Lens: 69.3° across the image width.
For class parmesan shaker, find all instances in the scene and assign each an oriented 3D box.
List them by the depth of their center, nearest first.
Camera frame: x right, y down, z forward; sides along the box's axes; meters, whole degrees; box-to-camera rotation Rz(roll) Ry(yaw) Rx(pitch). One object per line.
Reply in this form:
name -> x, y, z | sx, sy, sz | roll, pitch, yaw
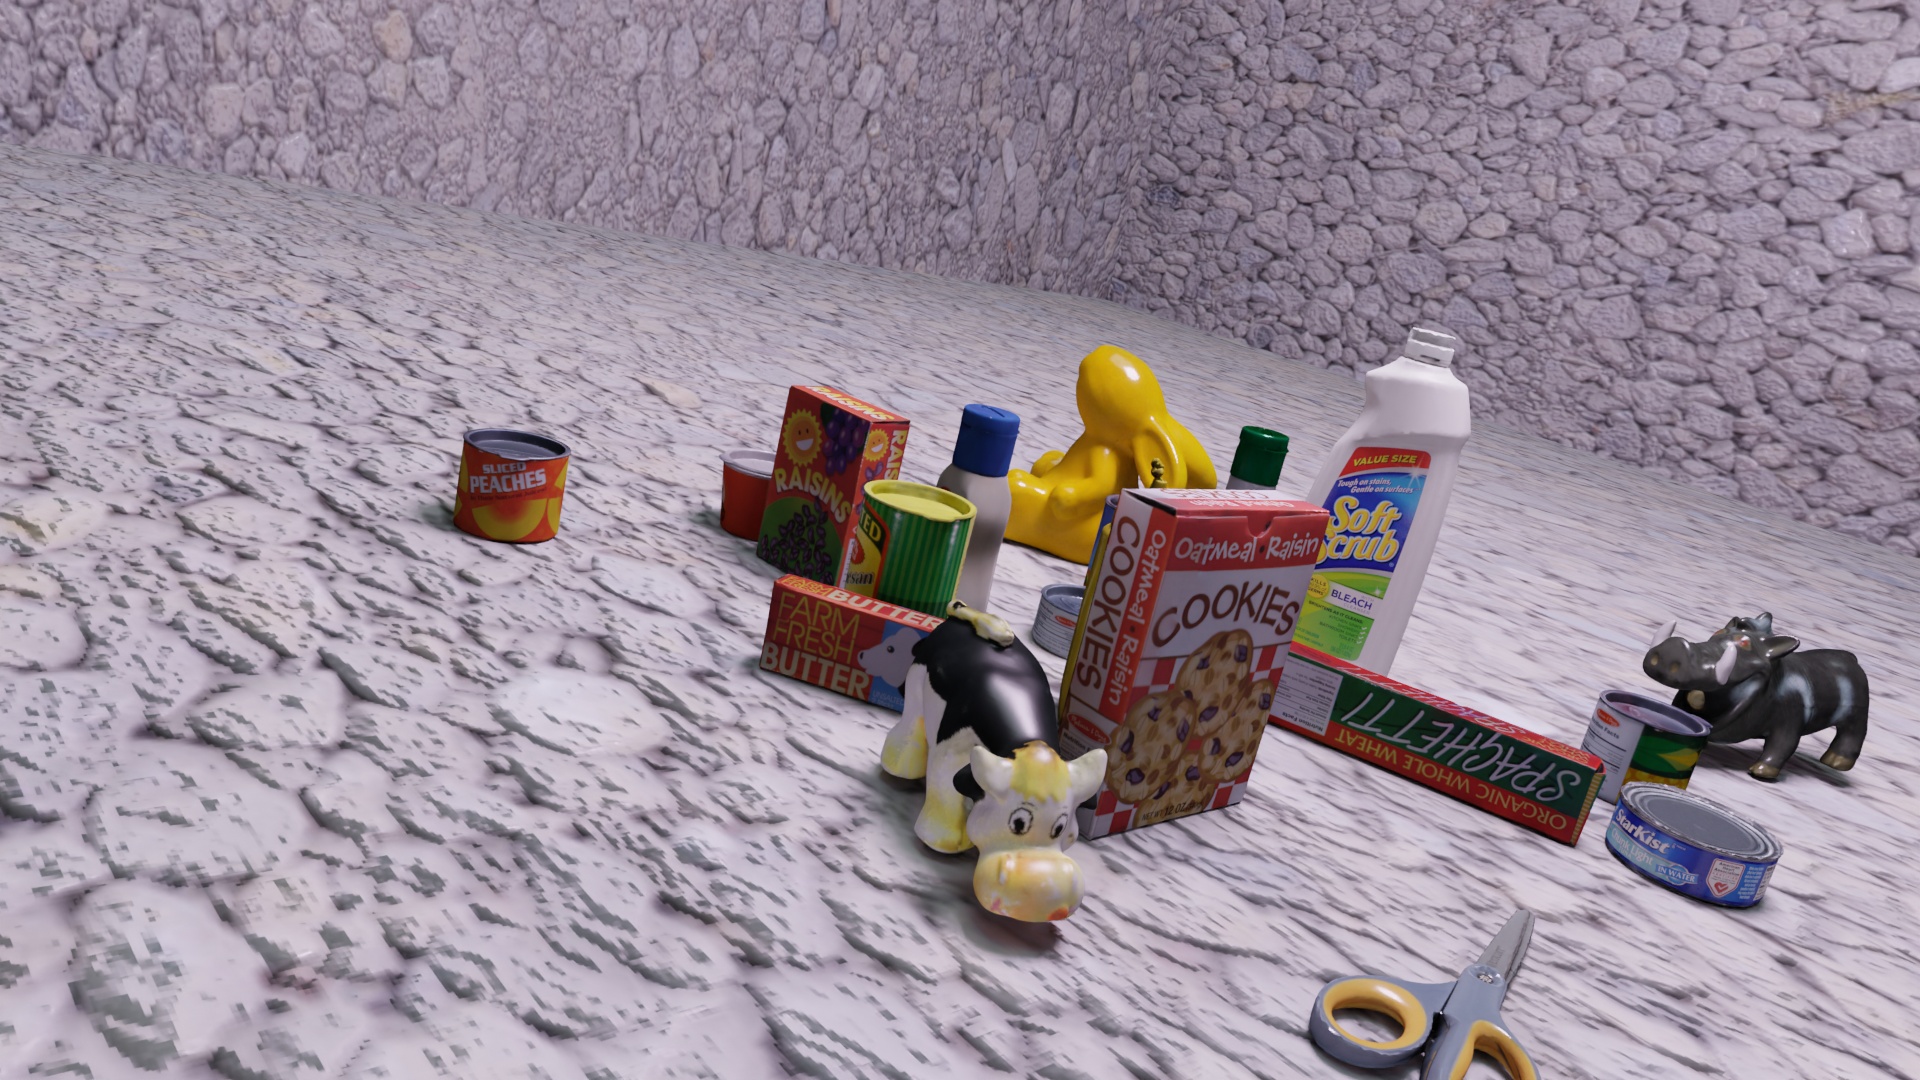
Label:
parmesan shaker -> -0.033, 0.024, 0.807 | 0.071, 0.102, 0.071 | 12, 15, -3

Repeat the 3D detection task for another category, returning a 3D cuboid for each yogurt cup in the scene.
yogurt cup -> -0.142, -0.032, 1.005 | 0.072, 0.053, 0.072 | 12, 15, -3

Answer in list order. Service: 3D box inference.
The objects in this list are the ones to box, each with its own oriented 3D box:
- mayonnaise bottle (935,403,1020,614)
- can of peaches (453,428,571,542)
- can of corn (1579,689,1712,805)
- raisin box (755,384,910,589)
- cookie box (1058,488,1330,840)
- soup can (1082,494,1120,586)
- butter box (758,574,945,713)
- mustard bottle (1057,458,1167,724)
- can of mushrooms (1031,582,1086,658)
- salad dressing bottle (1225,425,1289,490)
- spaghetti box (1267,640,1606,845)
mayonnaise bottle -> 0.003, -0.011, 0.877 | 0.041, 0.147, 0.065 | 5, 17, -27
can of peaches -> -0.287, -0.035, 0.888 | 0.071, 0.058, 0.071 | 12, 15, -3
can of corn -> 0.435, 0.136, 0.886 | 0.071, 0.058, 0.071 | 12, 15, -3
raisin box -> -0.086, -0.034, 0.929 | 0.086, 0.123, 0.040 | 26, 20, 39
cookie box -> 0.113, 0.058, 0.691 | 0.123, 0.167, 0.040 | -1, 21, -42
soup can -> 0.126, 0.017, 0.999 | 0.071, 0.083, 0.071 | 12, 15, -3
butter box -> -0.057, 0.058, 0.763 | 0.103, 0.053, 0.024 | 16, 15, 11
mustard bottle -> 0.094, 0.032, 0.778 | 0.049, 0.159, 0.065 | 16, 15, 9
can of mushrooms -> 0.084, 0.055, 0.923 | 0.071, 0.033, 0.071 | 12, 15, -3
salad dressing bottle -> 0.212, -0.012, 1.055 | 0.044, 0.147, 0.064 | 14, 15, 4
spaghetti box -> 0.256, 0.110, 0.844 | 0.250, 0.050, 0.029 | 21, 17, 27
